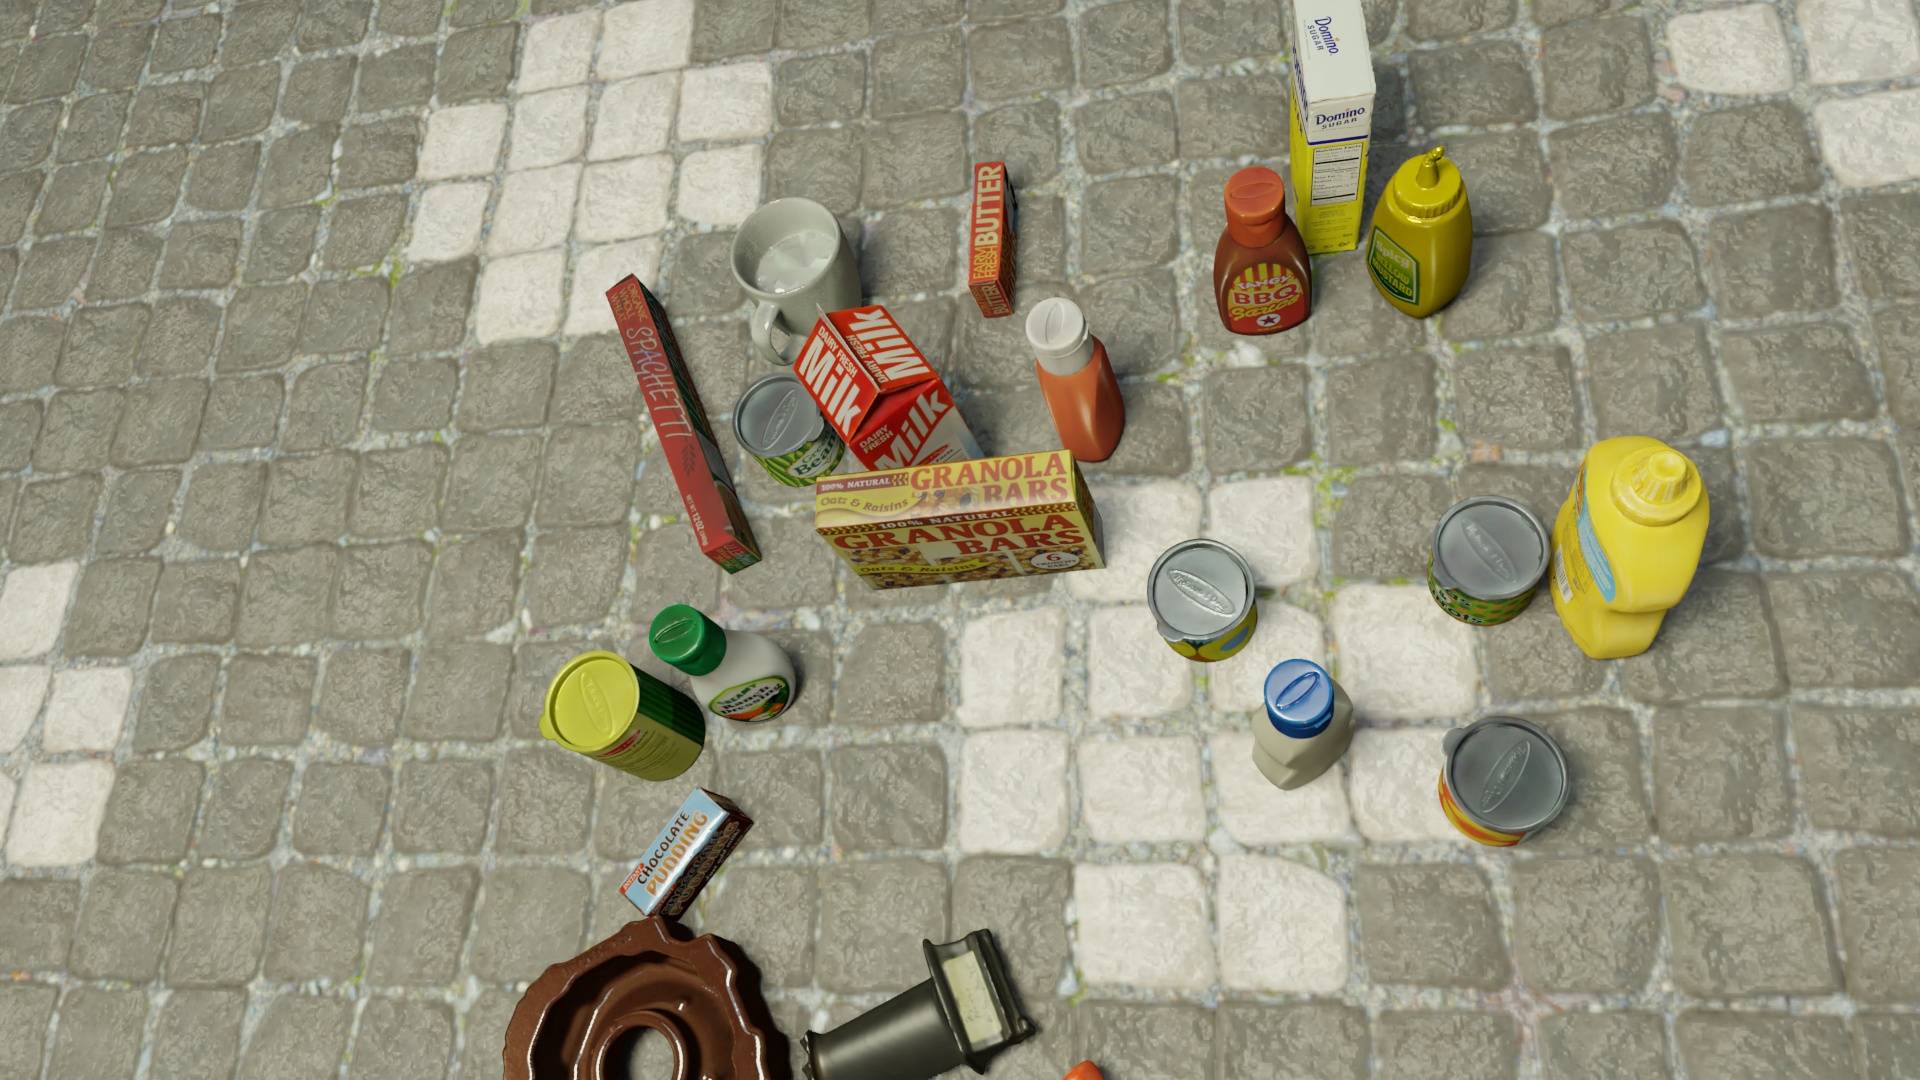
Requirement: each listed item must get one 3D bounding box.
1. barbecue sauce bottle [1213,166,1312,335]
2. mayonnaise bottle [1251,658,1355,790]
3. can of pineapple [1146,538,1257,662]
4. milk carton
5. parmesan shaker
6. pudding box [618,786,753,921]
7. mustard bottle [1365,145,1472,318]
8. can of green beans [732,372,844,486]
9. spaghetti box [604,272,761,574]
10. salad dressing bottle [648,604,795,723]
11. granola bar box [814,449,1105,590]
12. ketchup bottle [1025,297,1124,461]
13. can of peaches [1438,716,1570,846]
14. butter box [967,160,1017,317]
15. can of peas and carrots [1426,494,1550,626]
[{"bbox_3d":[0.196,-0.187,0.908,0.065,0.148,0.044,-8,68,12],"label":"barbecue sauce bottle"},{"bbox_3d":[0.195,0.103,0.795,0.065,0.147,0.041,-40,65,-2],"label":"mayonnaise bottle"},{"bbox_3d":[0.153,0.040,0.881,0.071,0.057,0.071,-5,68,13],"label":"can of pineapple"},{"bbox_3d":[-0.046,-0.085,0.909,0.073,0.190,0.072,-37,65,-1],"label":"milk carton"},{"bbox_3d":[-0.224,0.120,0.925,0.071,0.103,0.071,-5,68,13],"label":"parmesan shaker"},{"bbox_3d":[-0.179,0.205,0.909,0.030,0.049,0.084,34,81,24],"label":"pudding box"},{"bbox_3d":[0.292,-0.201,0.881,0.049,0.160,0.065,-40,65,-2],"label":"mustard bottle"},{"bbox_3d":[-0.123,-0.079,1.000,0.071,0.057,0.071,-5,68,13],"label":"can of green beans"},{"bbox_3d":[-0.208,-0.090,1.032,0.028,0.050,0.251,-27,65,4],"label":"spaghetti box"},{"bbox_3d":[-0.153,0.080,0.897,0.064,0.147,0.044,-25,65,5],"label":"salad dressing bottle"},{"bbox_3d":[0.003,-0.011,0.904,0.165,0.124,0.039,-6,68,13],"label":"granola bar box"},{"bbox_3d":[0.076,-0.107,0.908,0.043,0.148,0.065,5,71,17],"label":"ketchup bottle"},{"bbox_3d":[0.309,0.138,0.800,0.071,0.058,0.071,-5,68,13],"label":"can of peaches"},{"bbox_3d":[0.024,-0.221,1.019,0.024,0.053,0.104,-2,69,14],"label":"butter box"},{"bbox_3d":[0.318,0.015,0.846,0.071,0.058,0.071,-5,68,13],"label":"can of peas and carrots"}]
